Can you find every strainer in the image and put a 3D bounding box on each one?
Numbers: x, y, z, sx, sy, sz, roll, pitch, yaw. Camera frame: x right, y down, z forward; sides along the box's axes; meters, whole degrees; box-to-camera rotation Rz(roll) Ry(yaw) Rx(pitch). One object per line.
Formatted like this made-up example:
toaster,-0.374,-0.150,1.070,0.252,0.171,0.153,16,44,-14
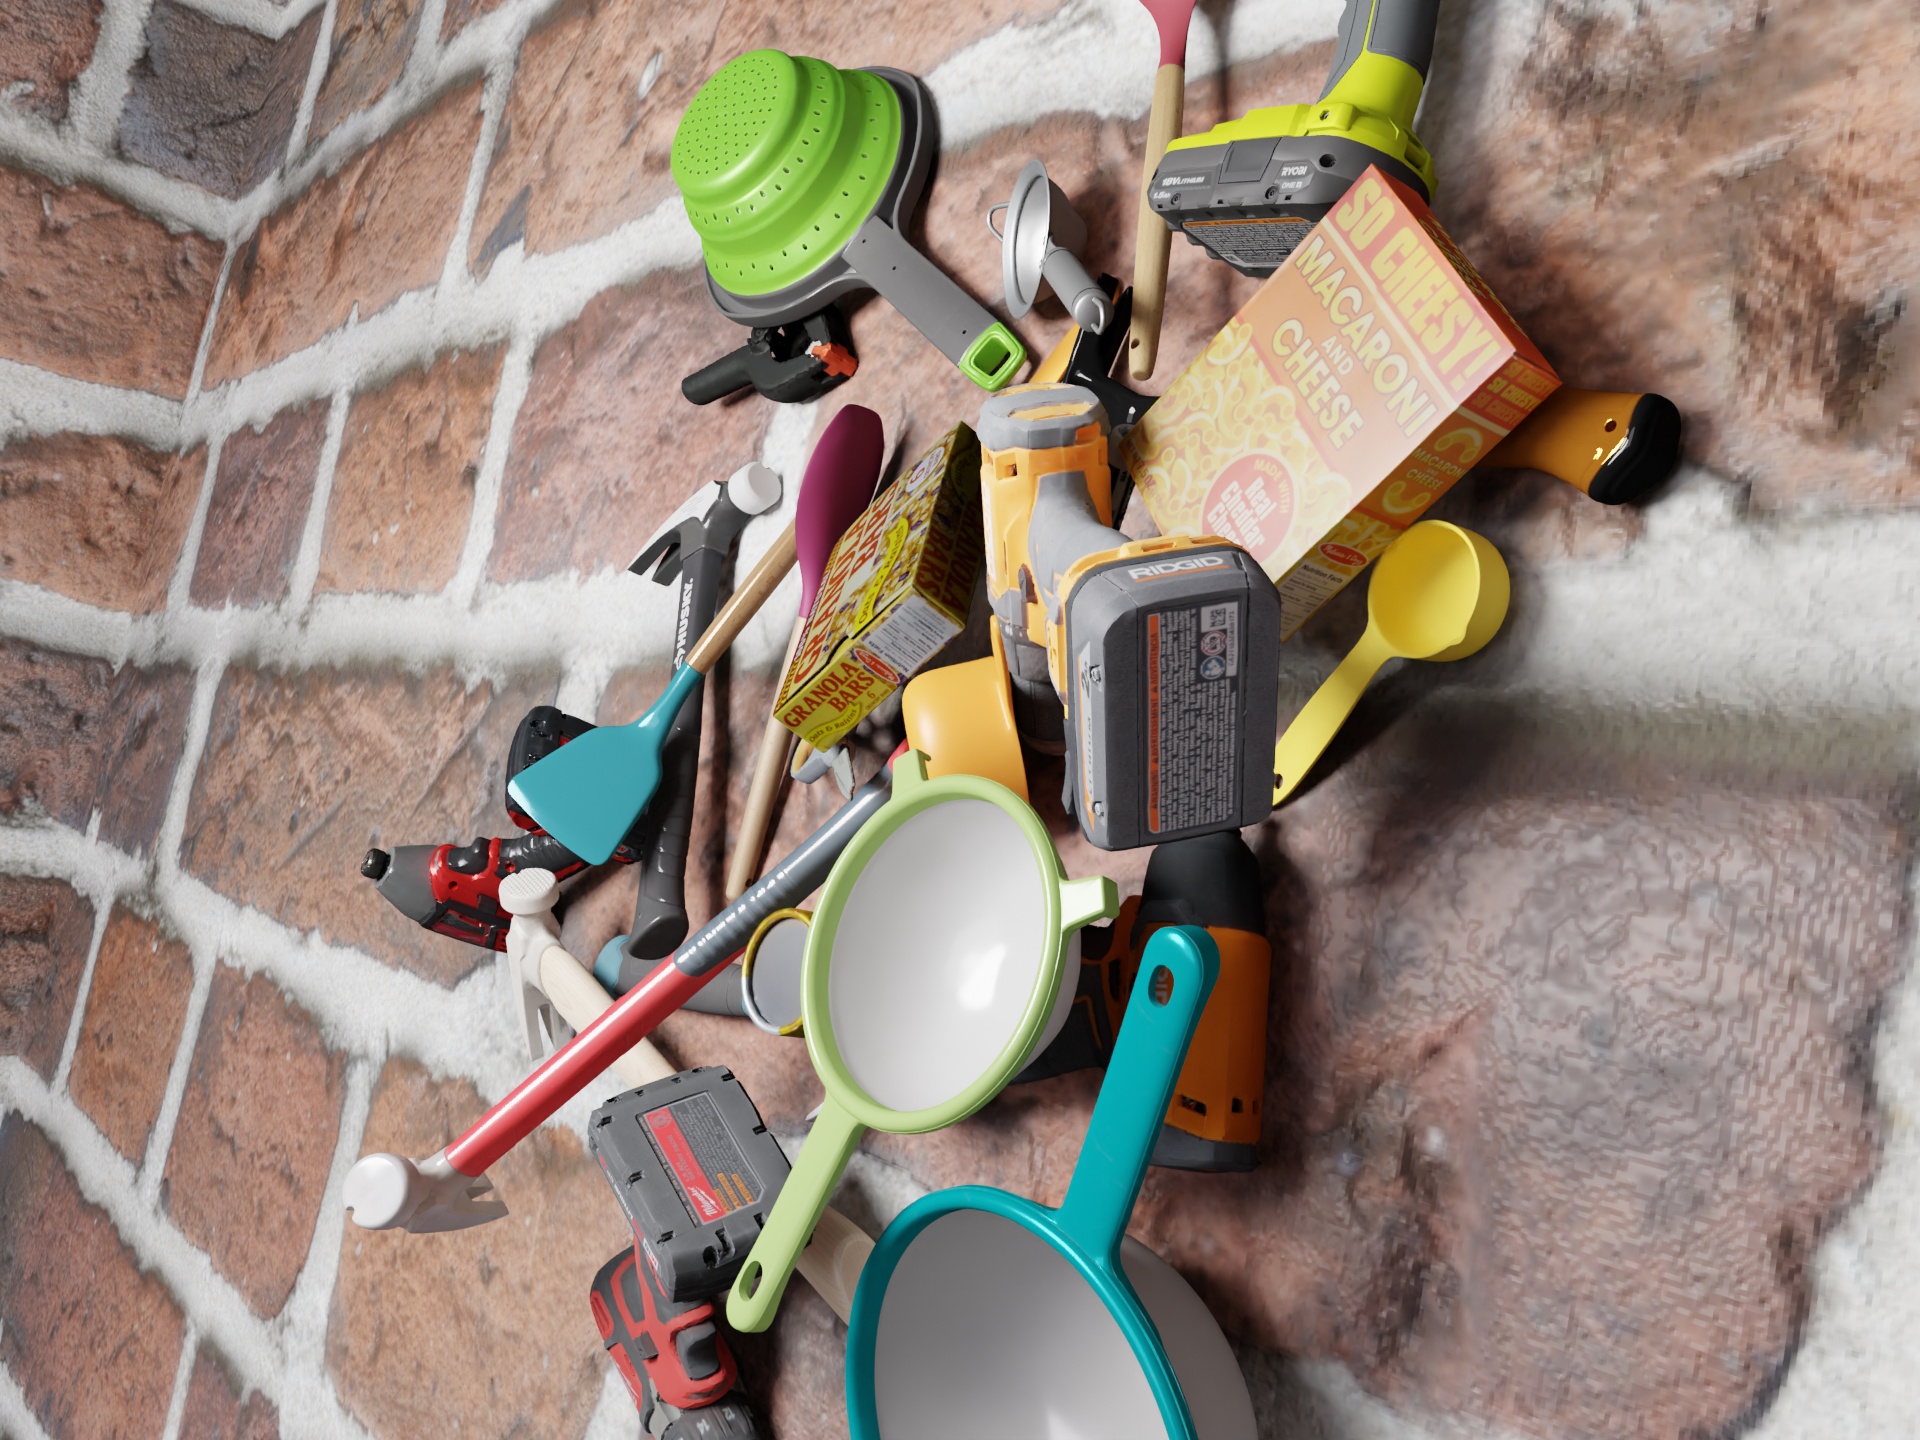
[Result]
strainer,-0.019,0.150,0.681,0.152,0.069,0.256,32,97,49
strainer,0.053,-0.237,0.831,0.259,0.050,0.086,-102,19,-62
strainer,0.066,0.231,0.634,0.211,0.095,0.340,33,114,45

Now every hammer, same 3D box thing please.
hammer,-0.173,0.238,0.964,0.411,0.038,0.146,30,129,44
hammer,-0.188,-0.005,1.064,0.146,0.035,0.335,-24,54,43
hammer,-0.153,0.146,0.883,0.386,0.143,0.038,-40,71,-2
hammer,0.163,-0.143,0.723,0.337,0.034,0.127,17,91,51
hammer,-0.132,0.163,0.965,0.331,0.033,0.128,-3,74,49

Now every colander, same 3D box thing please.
colander,-0.085,-0.326,1.007,0.204,0.094,0.398,-48,49,10

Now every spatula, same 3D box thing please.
spatula,-0.153,-0.054,1.000,0.082,0.044,0.317,38,90,12

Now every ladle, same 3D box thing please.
ladle,0.106,-0.313,0.822,0.069,0.031,0.316,-14,61,44

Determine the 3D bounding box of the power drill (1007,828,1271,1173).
power drill,0.044,0.115,0.741,0.226,0.084,0.164,-6,72,44

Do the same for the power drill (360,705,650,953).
power drill,-0.315,0.087,1.121,0.219,0.143,0.079,-37,41,34

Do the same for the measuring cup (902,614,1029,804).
measuring cup,-0.001,-0.002,0.771,0.173,0.052,0.095,83,174,-65

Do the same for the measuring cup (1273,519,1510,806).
measuring cup,0.177,-0.017,0.679,0.156,0.029,0.062,-59,40,35

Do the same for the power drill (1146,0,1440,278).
power drill,0.173,-0.330,0.745,0.191,0.080,0.228,19,90,51

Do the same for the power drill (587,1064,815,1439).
power drill,-0.135,0.316,0.838,0.188,0.080,0.226,48,139,38

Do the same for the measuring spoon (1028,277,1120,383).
measuring spoon,0.050,-0.200,0.892,0.117,0.011,0.021,-52,44,24

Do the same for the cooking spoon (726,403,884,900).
cooking spoon,-0.100,-0.038,0.988,0.017,0.068,0.319,21,99,33

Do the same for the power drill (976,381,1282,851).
power drill,0.061,-0.030,0.699,0.226,0.084,0.185,-116,19,-58
